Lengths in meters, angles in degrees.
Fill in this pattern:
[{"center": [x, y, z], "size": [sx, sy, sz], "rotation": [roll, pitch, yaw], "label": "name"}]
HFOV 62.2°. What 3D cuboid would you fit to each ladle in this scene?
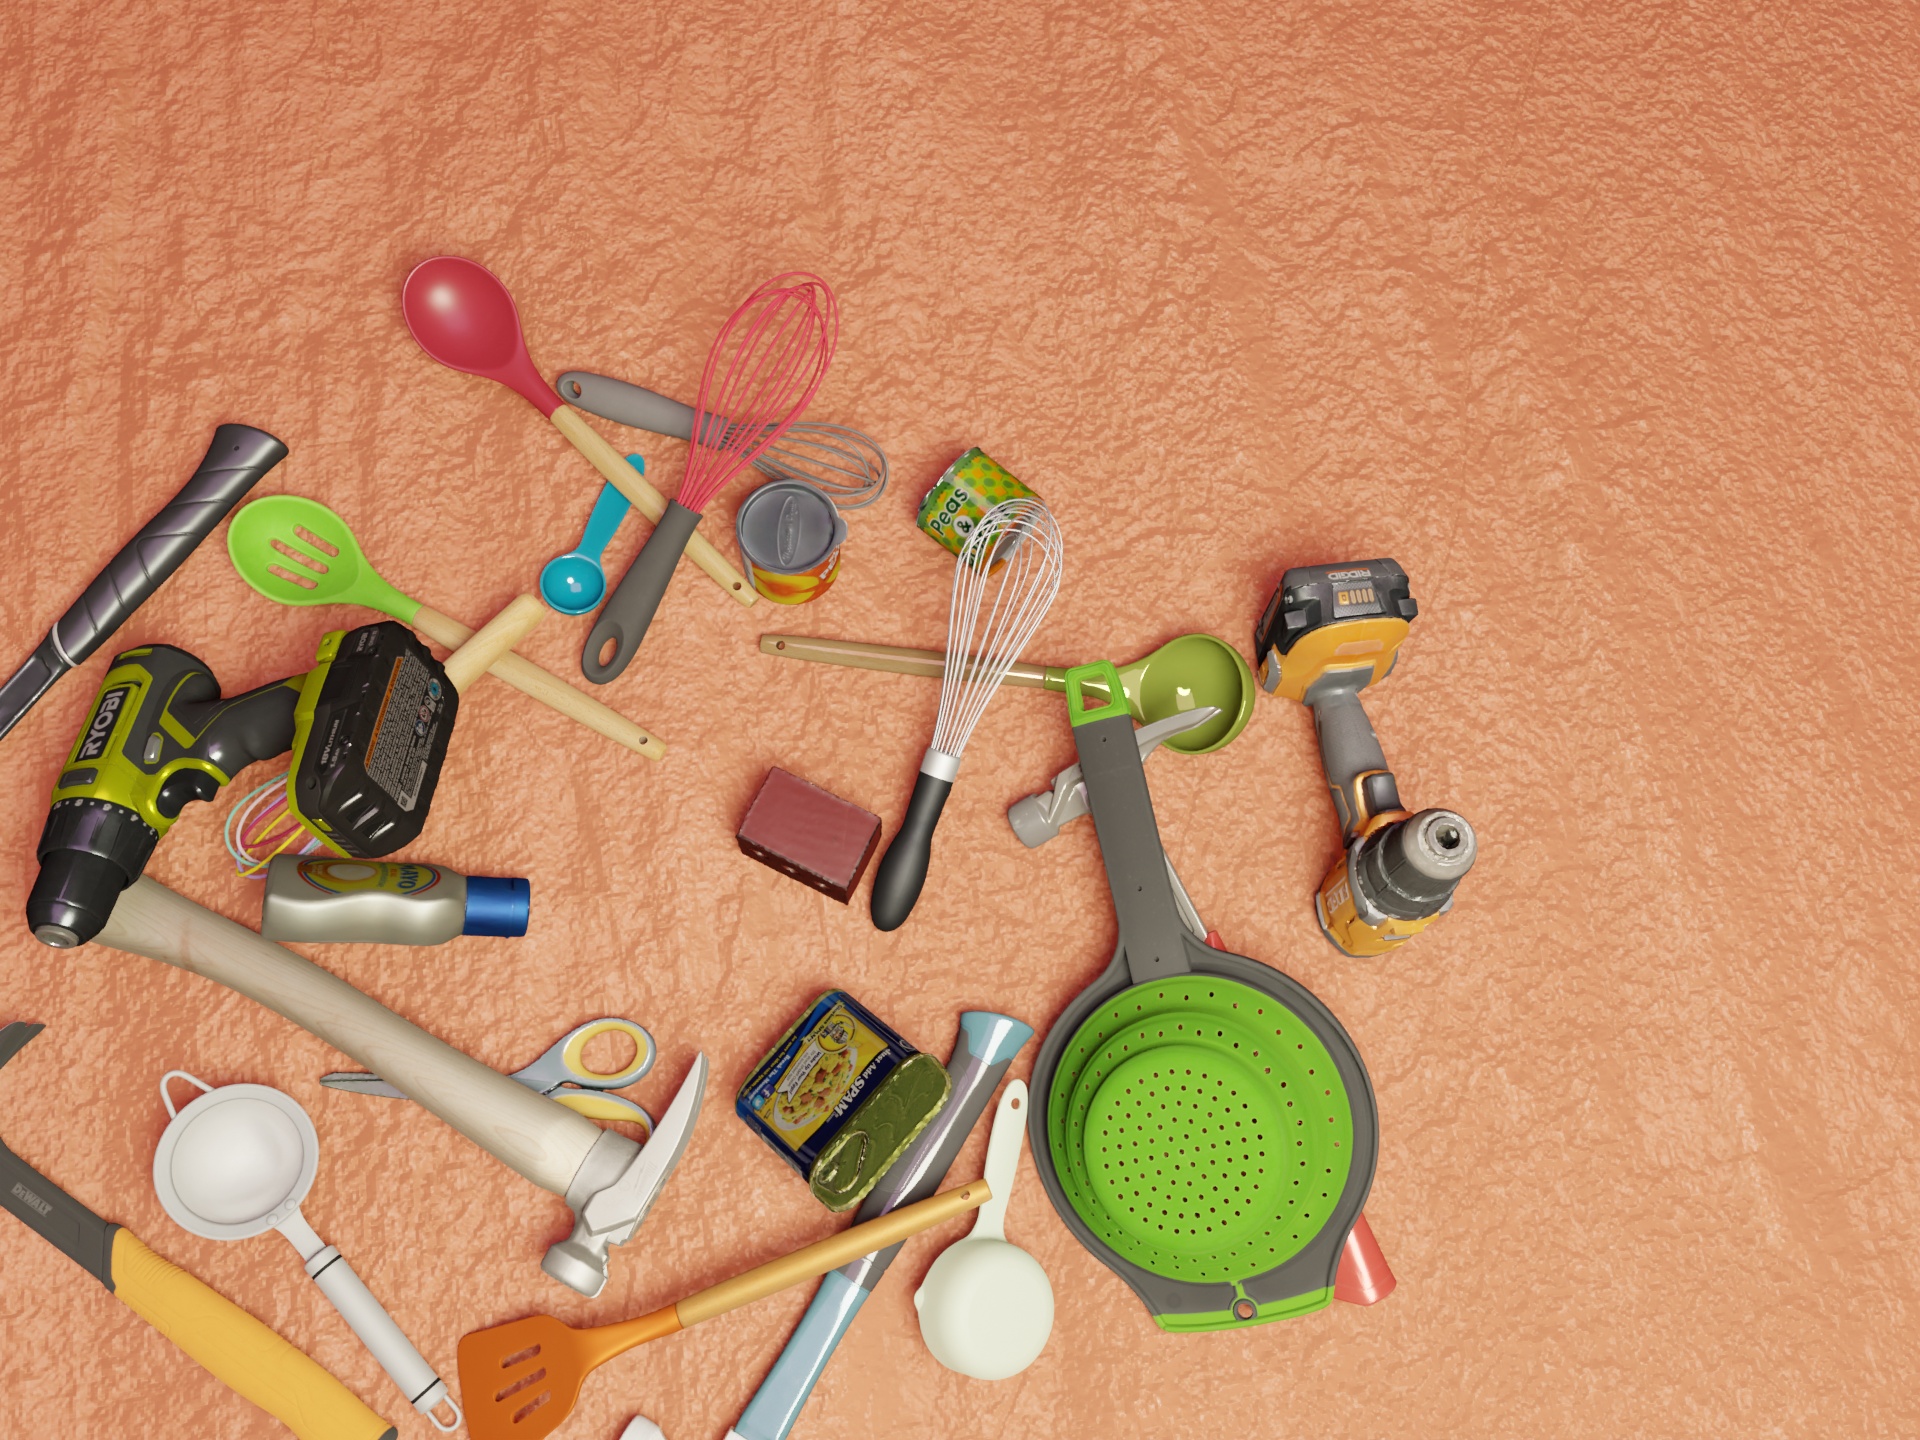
[{"center": [0.028, -0.032, 1.021], "size": [0.320, 0.062, 0.078], "rotation": [7, 88, 2], "label": "ladle"}, {"center": [-0.247, -0.187, 1.052], "size": [0.315, 0.031, 0.069], "rotation": [44, 91, 4], "label": "ladle"}]

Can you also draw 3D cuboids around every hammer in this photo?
[{"center": [-0.058, 0.313, 0.927], "size": [0.128, 0.033, 0.331], "rotation": [31, 75, 7], "label": "hammer"}, {"center": [-0.456, 0.313, 0.905], "size": [0.337, 0.034, 0.127], "rotation": [34, 76, 7], "label": "hammer"}, {"center": [0.170, 0.175, 0.960], "size": [0.149, 0.036, 0.359], "rotation": [-30, 80, 15], "label": "hammer"}, {"center": [-0.572, -0.030, 0.998], "size": [0.149, 0.036, 0.409], "rotation": [35, 75, 6], "label": "hammer"}, {"center": [-0.350, 0.172, 0.938], "size": [0.411, 0.038, 0.146], "rotation": [27, 69, 9], "label": "hammer"}]

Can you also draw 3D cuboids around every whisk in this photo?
[{"center": [-0.001, -0.003, 0.982], "size": [0.070, 0.070, 0.284], "rotation": [19, 92, 2], "label": "whisk"}, {"center": [-0.355, 0.007, 0.986], "size": [0.245, 0.047, 0.051], "rotation": [-44, 90, -9], "label": "whisk"}, {"center": [-0.160, -0.194, 1.063], "size": [0.239, 0.055, 0.055], "rotation": [18, 74, 6], "label": "whisk"}, {"center": [-0.164, -0.152, 1.011], "size": [0.073, 0.073, 0.296], "rotation": [31, 95, 6], "label": "whisk"}]

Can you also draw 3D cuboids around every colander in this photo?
[{"center": [0.112, 0.155, 0.906], "size": [0.204, 0.094, 0.397], "rotation": [-15, 82, 13], "label": "colander"}]

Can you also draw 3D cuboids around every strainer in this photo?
[{"center": [-0.371, 0.304, 0.910], "size": [0.087, 0.050, 0.258], "rotation": [-39, 85, -24], "label": "strainer"}]

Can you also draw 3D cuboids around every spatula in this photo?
[{"center": [-0.133, 0.326, 0.896], "size": [0.322, 0.041, 0.081], "rotation": [-21, 61, -5], "label": "spatula"}]

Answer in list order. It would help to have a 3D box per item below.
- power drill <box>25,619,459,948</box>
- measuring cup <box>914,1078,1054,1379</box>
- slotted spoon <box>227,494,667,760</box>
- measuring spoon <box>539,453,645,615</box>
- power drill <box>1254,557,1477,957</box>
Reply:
[{"center": [-0.420, 0.033, 0.914], "size": [0.228, 0.080, 0.191], "rotation": [-9, 52, 16], "label": "power drill"}, {"center": [0.026, 0.292, 0.914], "size": [0.083, 0.038, 0.168], "rotation": [17, 77, -26], "label": "measuring cup"}, {"center": [-0.327, -0.053, 1.023], "size": [0.314, 0.031, 0.070], "rotation": [29, 75, 3], "label": "slotted spoon"}, {"center": [-0.239, -0.122, 1.056], "size": [0.042, 0.021, 0.129], "rotation": [22, 65, -4], "label": "measuring spoon"}, {"center": [0.245, 0.018, 0.953], "size": [0.084, 0.185, 0.226], "rotation": [-6, 71, -3], "label": "power drill"}]
